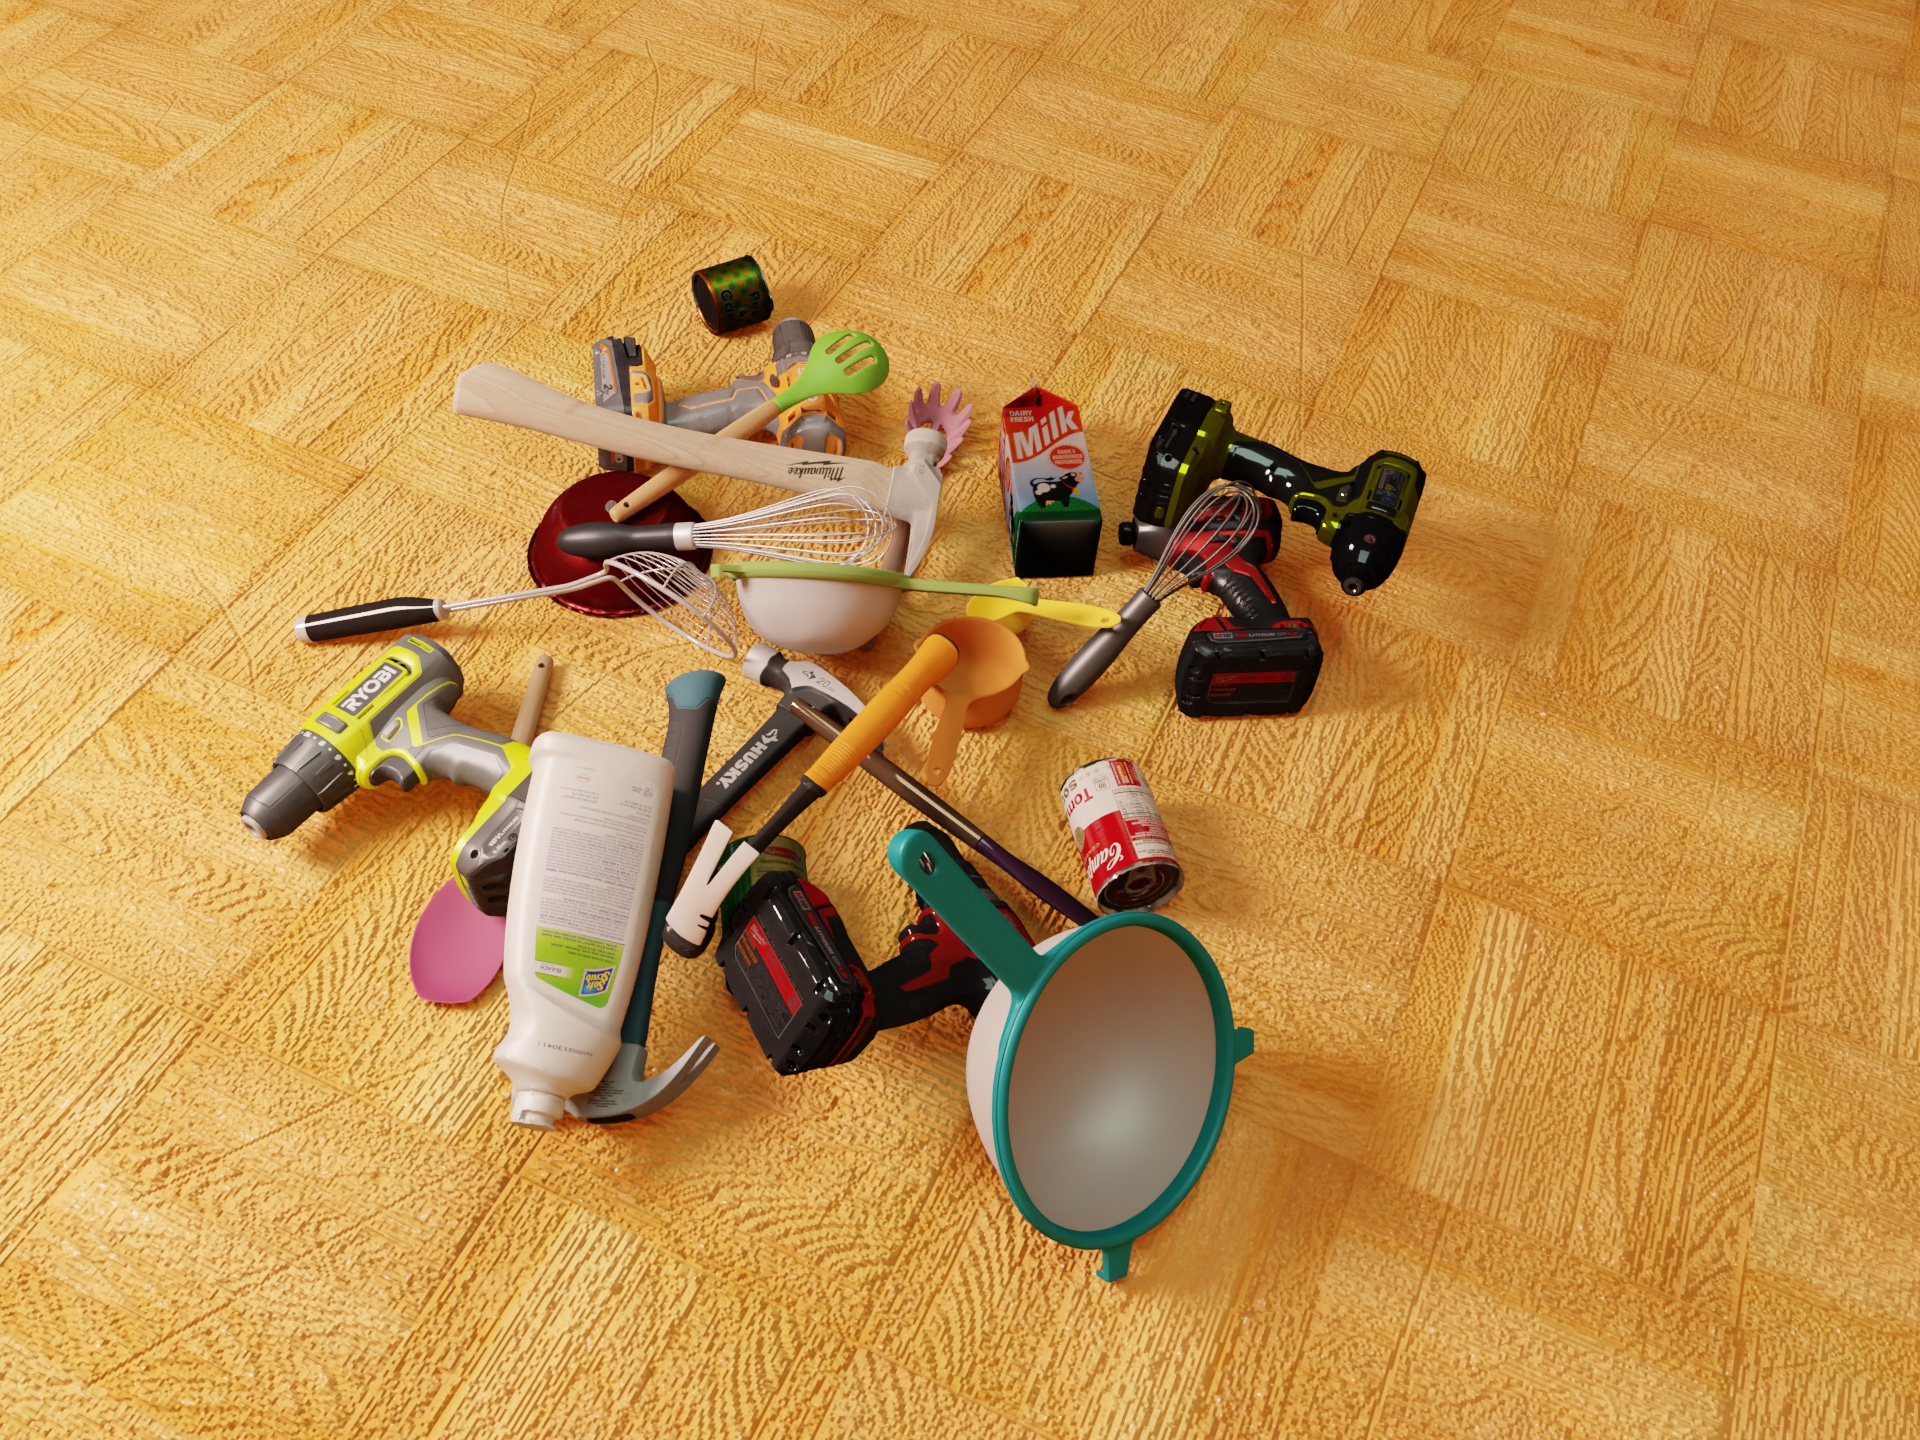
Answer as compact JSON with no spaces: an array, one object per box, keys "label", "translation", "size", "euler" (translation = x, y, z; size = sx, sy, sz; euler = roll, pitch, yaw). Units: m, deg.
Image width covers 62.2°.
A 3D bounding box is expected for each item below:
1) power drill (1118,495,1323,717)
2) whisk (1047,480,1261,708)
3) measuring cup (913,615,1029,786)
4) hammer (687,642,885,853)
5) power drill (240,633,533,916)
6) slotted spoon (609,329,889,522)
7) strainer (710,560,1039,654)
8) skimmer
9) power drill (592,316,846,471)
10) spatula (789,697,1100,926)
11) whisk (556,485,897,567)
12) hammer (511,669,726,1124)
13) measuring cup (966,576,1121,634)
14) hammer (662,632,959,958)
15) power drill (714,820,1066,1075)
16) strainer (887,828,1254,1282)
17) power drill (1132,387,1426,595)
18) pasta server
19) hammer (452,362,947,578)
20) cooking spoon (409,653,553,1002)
[{"label":"power drill","translation":[0.218,-0.108,1.354],"size":[0.143,0.078,0.220],"euler":[-2,48,-7]},{"label":"whisk","translation":[0.153,-0.098,1.280],"size":[0.239,0.055,0.055],"euler":[-48,58,14]},{"label":"measuring cup","translation":[-0.002,-0.004,1.268],"size":[0.095,0.052,0.174],"euler":[12,53,6]},{"label":"hammer","translation":[-0.196,0.076,1.200],"size":[0.146,0.035,0.335],"euler":[29,55,20]},{"label":"power drill","translation":[-0.389,0.048,1.163],"size":[0.229,0.080,0.191],"euler":[25,55,20]},{"label":"slotted spoon","translation":[-0.181,-0.261,1.400],"size":[0.314,0.031,0.070],"euler":[-40,83,-25]},{"label":"strainer","translation":[-0.065,-0.084,1.277],"size":[0.256,0.151,0.069],"euler":[5,90,14]},{"label":"skimmer","translation":[-0.361,-0.073,1.286],"size":[0.363,0.127,0.090],"euler":[-8,71,4]},{"label":"power drill","translation":[-0.227,-0.311,1.488],"size":[0.226,0.084,0.186],"euler":[-3,51,-12]},{"label":"spatula","translation":[-0.005,0.076,1.189],"size":[0.316,0.059,0.018],"euler":[35,99,15]},{"label":"whisk","translation":[-0.192,-0.152,1.299],"size":[0.284,0.070,0.070],"euler":[-1,50,8]},{"label":"hammer","translation":[-0.213,0.115,1.109],"size":[0.128,0.033,0.331],"euler":[2,64,11]},{"label":"measuring cup","translation":[0.072,-0.083,1.313],"size":[0.157,0.029,0.062],"euler":[13,52,41]},{"label":"hammer","translation":[-0.088,0.028,1.121],"size":[0.034,0.127,0.337],"euler":[37,44,4]},{"label":"power drill","translation":[-0.050,0.146,1.082],"size":[0.226,0.080,0.188],"euler":[2,43,-43]},{"label":"strainer","translation":[0.039,0.180,0.994],"size":[0.095,0.340,0.211],"euler":[3,50,51]},{"label":"power drill","translation":[0.268,-0.189,1.338],"size":[0.223,0.080,0.171],"euler":[21,46,11]},{"label":"pasta server","translation":[-0.047,-0.185,1.422],"size":[0.060,0.040,0.316],"euler":[17,52,-4]},{"label":"hammer","translation":[-0.220,-0.219,1.343],"size":[0.410,0.038,0.146],"euler":[12,69,-8]},{"label":"cooking spoon","translation":[-0.349,0.073,1.204],"size":[0.069,0.017,0.319],"euler":[4,51,1]}]
